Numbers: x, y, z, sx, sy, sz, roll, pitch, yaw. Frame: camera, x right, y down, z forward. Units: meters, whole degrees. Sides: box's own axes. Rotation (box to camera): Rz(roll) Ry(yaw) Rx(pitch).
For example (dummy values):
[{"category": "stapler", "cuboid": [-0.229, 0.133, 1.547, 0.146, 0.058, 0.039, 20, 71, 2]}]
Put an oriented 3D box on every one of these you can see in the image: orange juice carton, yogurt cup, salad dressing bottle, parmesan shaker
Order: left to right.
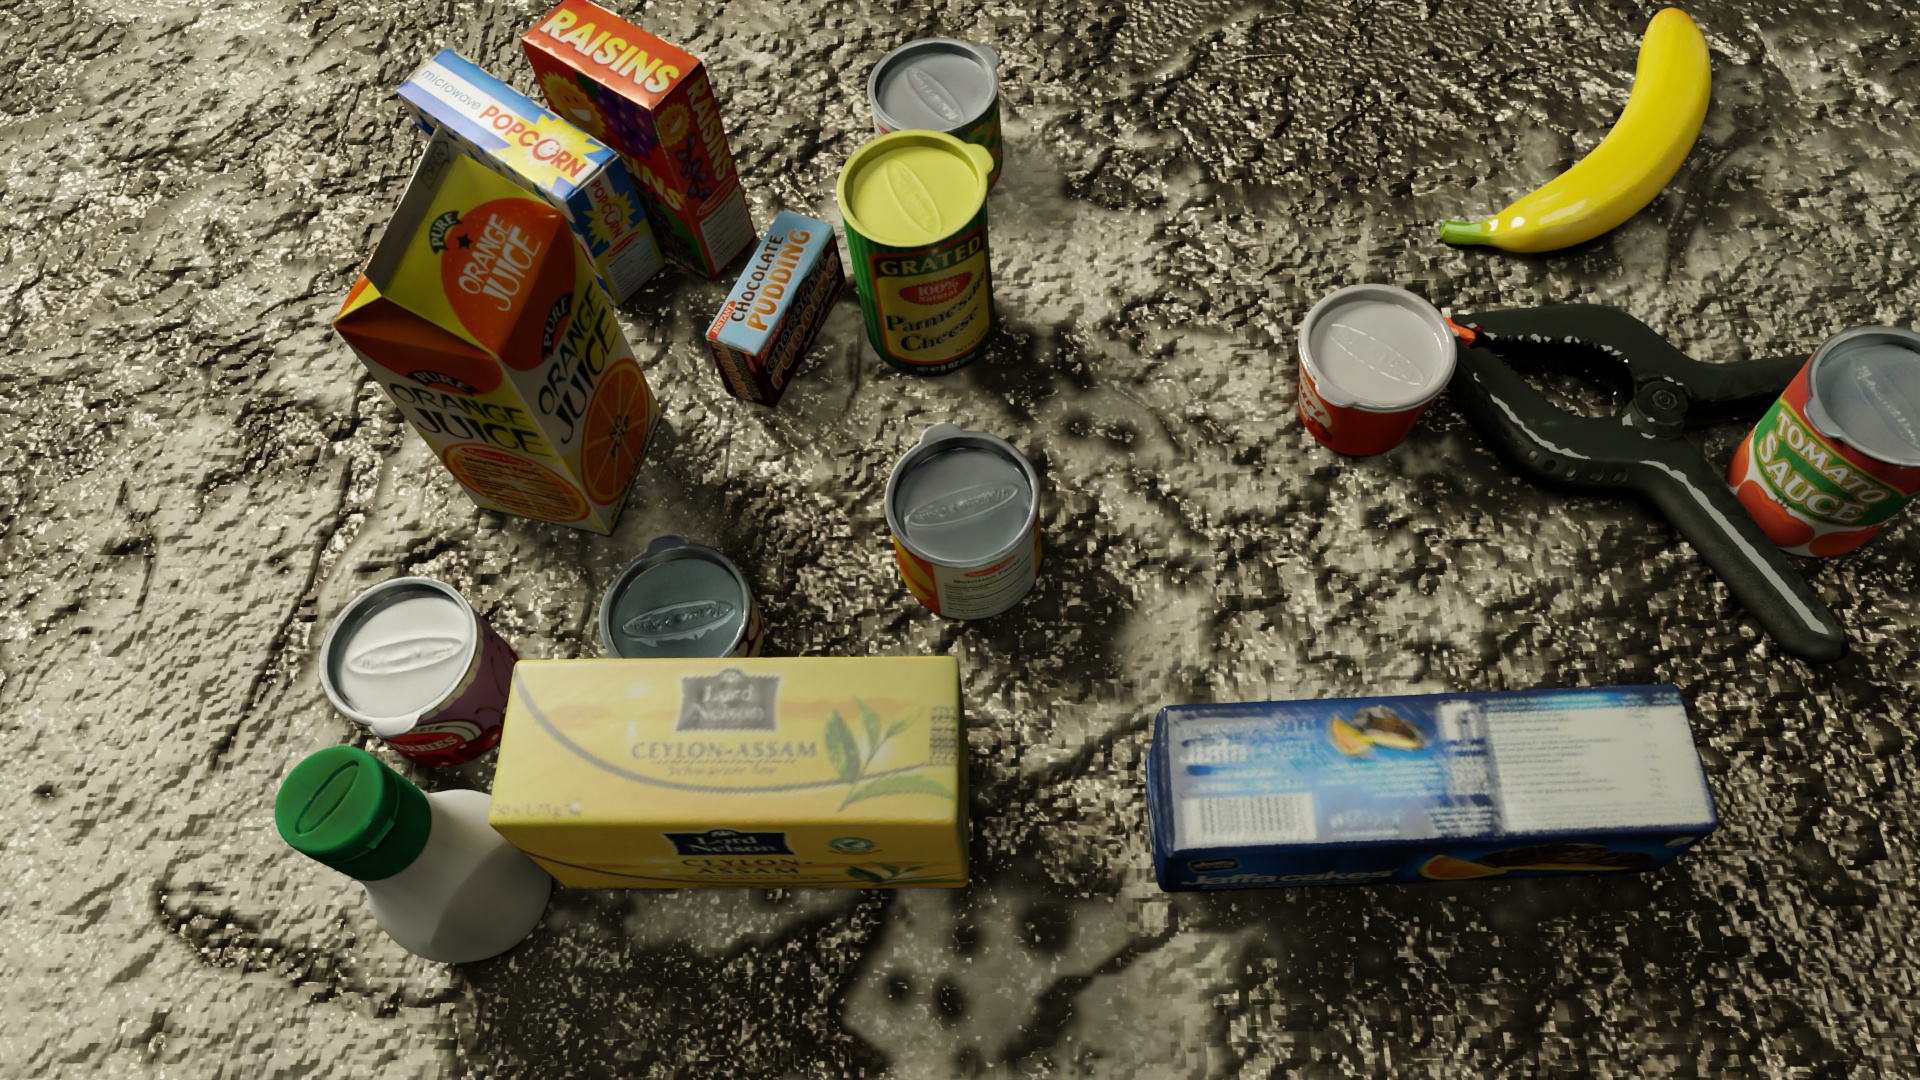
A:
[{"category": "salad dressing bottle", "cuboid": [-0.197, 0.115, 0.510, 0.044, 0.147, 0.064, 28, 68, 17]}, {"category": "orange juice carton", "cuboid": [-0.195, -0.082, 0.587, 0.073, 0.191, 0.072, 11, 64, 10]}, {"category": "parmesan shaker", "cuboid": [-0.015, -0.132, 0.650, 0.071, 0.102, 0.071, -2, 63, 4]}, {"category": "yogurt cup", "cuboid": [0.185, -0.075, 0.632, 0.072, 0.053, 0.073, -2, 63, 4]}]

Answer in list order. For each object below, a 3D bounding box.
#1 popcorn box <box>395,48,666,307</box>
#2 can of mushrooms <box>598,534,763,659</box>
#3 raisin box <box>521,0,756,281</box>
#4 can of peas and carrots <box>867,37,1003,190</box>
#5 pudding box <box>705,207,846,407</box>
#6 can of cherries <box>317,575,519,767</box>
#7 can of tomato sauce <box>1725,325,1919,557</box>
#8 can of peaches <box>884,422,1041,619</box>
[{"category": "popcorn box", "cuboid": [-0.216, -0.183, 0.703, 0.127, 0.085, 0.038, 34, 70, 20]}, {"category": "can of mushrooms", "cuboid": [-0.122, 0.035, 0.610, 0.071, 0.033, 0.071, -2, 62, 4]}, {"category": "raisin box", "cuboid": [-0.154, -0.195, 0.683, 0.086, 0.123, 0.040, 33, 70, 19]}, {"category": "can of peas and carrots", "cuboid": [-0.010, -0.216, 0.719, 0.071, 0.058, 0.071, -2, 63, 4]}, {"category": "pudding box", "cuboid": [-0.089, -0.113, 0.676, 0.030, 0.049, 0.084, 20, 66, 14]}, {"category": "can of cherries", "cuboid": [-0.228, 0.059, 0.592, 0.071, 0.058, 0.072, -2, 63, 4]}, {"category": "can of tomato sauce", "cuboid": [0.370, -0.038, 0.583, 0.071, 0.082, 0.071, -2, 63, 4]}, {"category": "can of peaches", "cuboid": [0.002, -0.008, 0.609, 0.071, 0.057, 0.071, -2, 63, 4]}]
